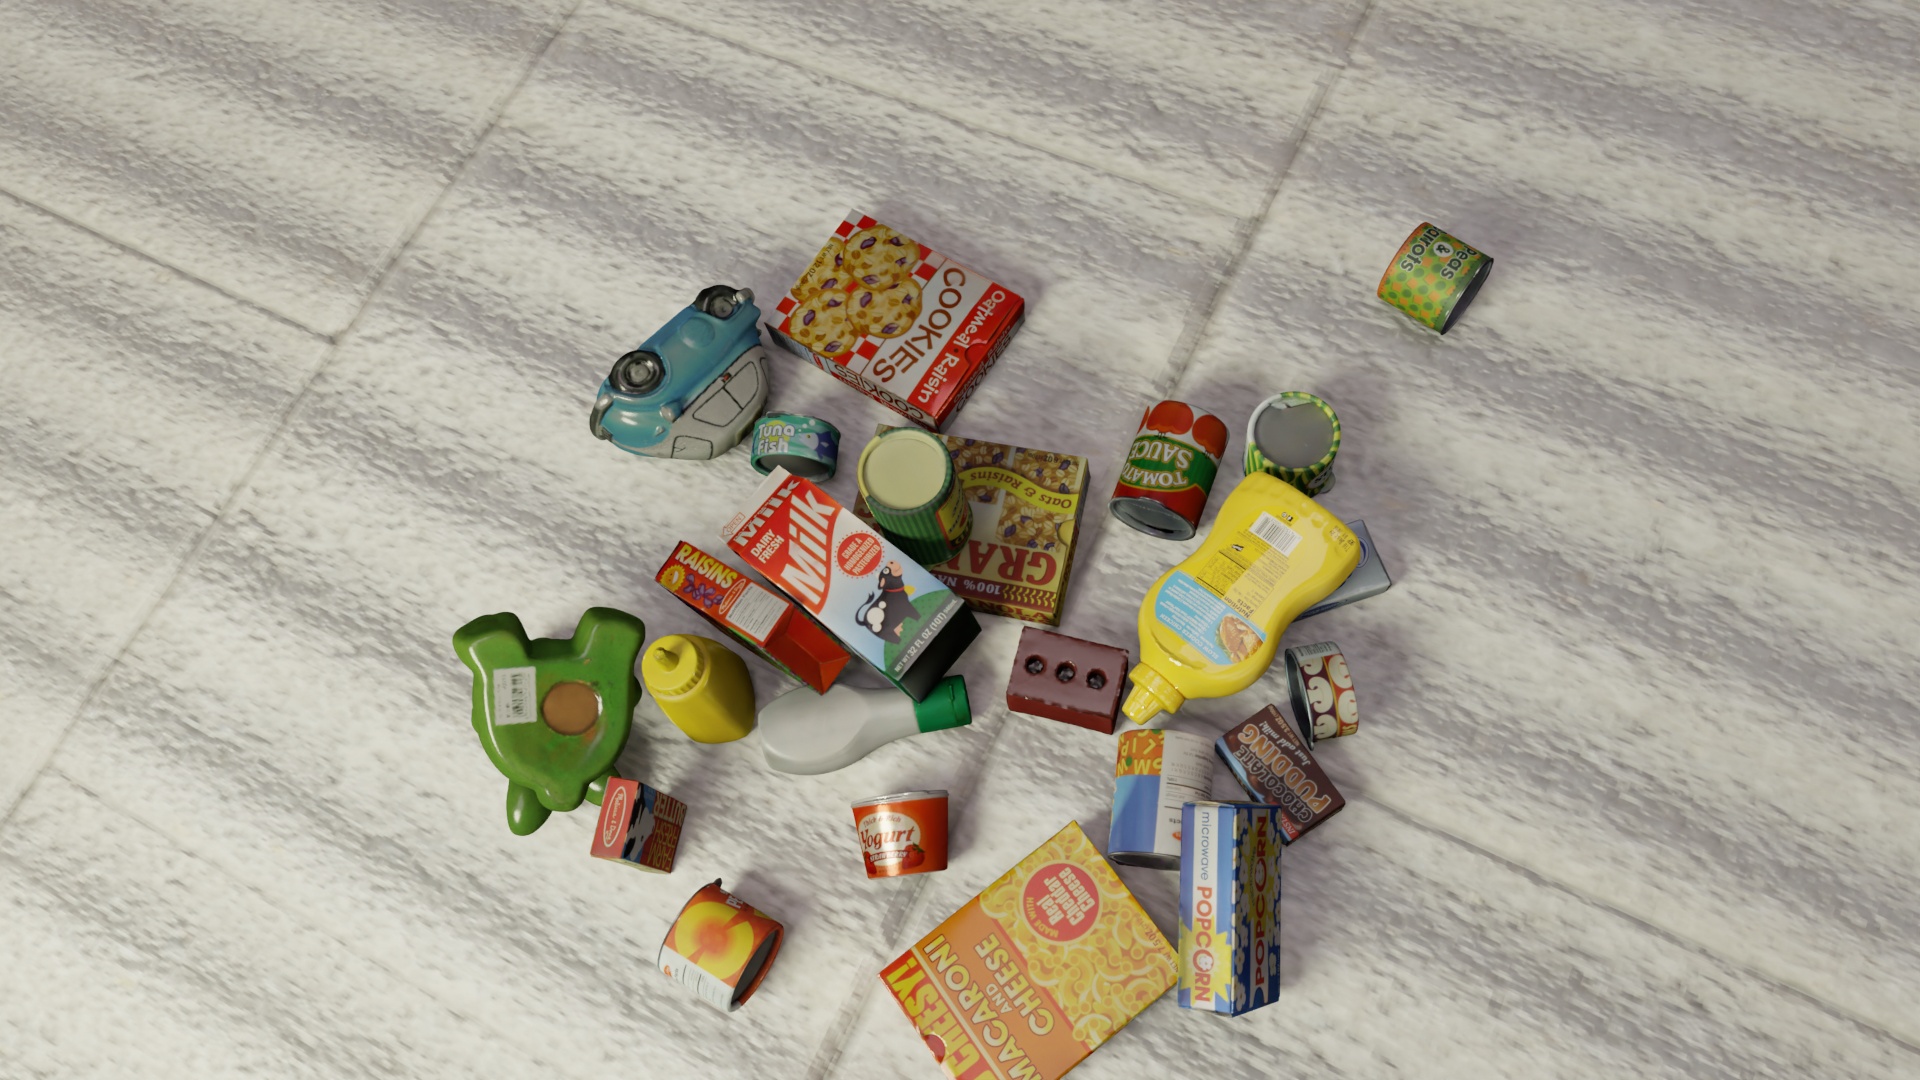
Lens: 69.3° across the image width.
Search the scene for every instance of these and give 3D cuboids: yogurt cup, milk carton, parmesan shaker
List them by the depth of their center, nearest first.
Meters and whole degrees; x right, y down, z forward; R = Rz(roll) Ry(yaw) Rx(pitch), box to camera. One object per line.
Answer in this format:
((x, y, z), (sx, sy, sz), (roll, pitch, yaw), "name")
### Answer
((-0.039, 0.201, 0.946), (0.072, 0.072, 0.054), (-8, 77, 4), "yogurt cup")
((-0.030, -0.027, 0.965), (0.071, 0.102, 0.071), (-3, 70, 7), "parmesan shaker")
((-0.083, 0.024, 0.970), (0.191, 0.073, 0.072), (38, 81, 21), "milk carton")

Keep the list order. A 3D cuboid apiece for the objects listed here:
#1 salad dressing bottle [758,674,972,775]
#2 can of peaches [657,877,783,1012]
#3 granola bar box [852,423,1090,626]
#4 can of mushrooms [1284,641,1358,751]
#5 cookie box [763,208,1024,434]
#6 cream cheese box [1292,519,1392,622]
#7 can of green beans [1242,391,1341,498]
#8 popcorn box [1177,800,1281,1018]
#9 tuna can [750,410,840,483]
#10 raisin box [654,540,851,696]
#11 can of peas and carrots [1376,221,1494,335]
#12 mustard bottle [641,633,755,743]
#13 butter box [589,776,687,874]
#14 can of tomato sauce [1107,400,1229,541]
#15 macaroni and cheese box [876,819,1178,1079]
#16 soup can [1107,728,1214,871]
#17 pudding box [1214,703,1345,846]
((-0.067, 0.127, 0.988), (0.148, 0.043, 0.064), (-11, 62, 2), "salad dressing bottle")
((-0.159, 0.271, 0.932), (0.058, 0.071, 0.071), (26, 75, 16), "can of peaches")
((0.004, -0.013, 1.033), (0.165, 0.039, 0.124), (10, 71, 11), "granola bar box")
((0.245, 0.105, 0.943), (0.033, 0.071, 0.071), (-12, 69, 2), "can of mushrooms")
((-0.051, -0.174, 1.101), (0.167, 0.040, 0.123), (31, 76, 17), "cookie box")
((0.248, 0.026, 0.994), (0.104, 0.024, 0.053), (-18, 69, 0), "cream cheese box")
((0.241, -0.068, 1.013), (0.071, 0.057, 0.071), (-2, 69, 7), "can of green beans")
((0.172, 0.229, 0.881), (0.038, 0.085, 0.127), (-3, 79, 31), "popcorn box")
((-0.127, -0.070, 1.055), (0.071, 0.071, 0.033), (2, 71, 8), "tuna can")
((-0.147, 0.054, 0.984), (0.123, 0.086, 0.040), (26, 76, 37), "raisin box")
((0.356, -0.198, 1.041), (0.059, 0.070, 0.071), (36, 78, 19), "can of peas and carrots")
((-0.183, 0.096, 0.952), (0.049, 0.159, 0.065), (-8, 68, 6), "mustard bottle")
((-0.219, 0.196, 0.948), (0.024, 0.103, 0.053), (7, 72, 10), "butter box")
((0.152, -0.052, 1.012), (0.071, 0.071, 0.083), (19, 73, 14), "can of tomato sauce")
((0.048, 0.285, 0.914), (0.167, 0.040, 0.124), (-37, 68, -7), "macaroni and cheese box")
((0.133, 0.175, 0.933), (0.071, 0.071, 0.084), (4, 69, 9), "soup can")
((0.216, 0.159, 0.945), (0.050, 0.030, 0.084), (-33, 69, -4), "pudding box")
